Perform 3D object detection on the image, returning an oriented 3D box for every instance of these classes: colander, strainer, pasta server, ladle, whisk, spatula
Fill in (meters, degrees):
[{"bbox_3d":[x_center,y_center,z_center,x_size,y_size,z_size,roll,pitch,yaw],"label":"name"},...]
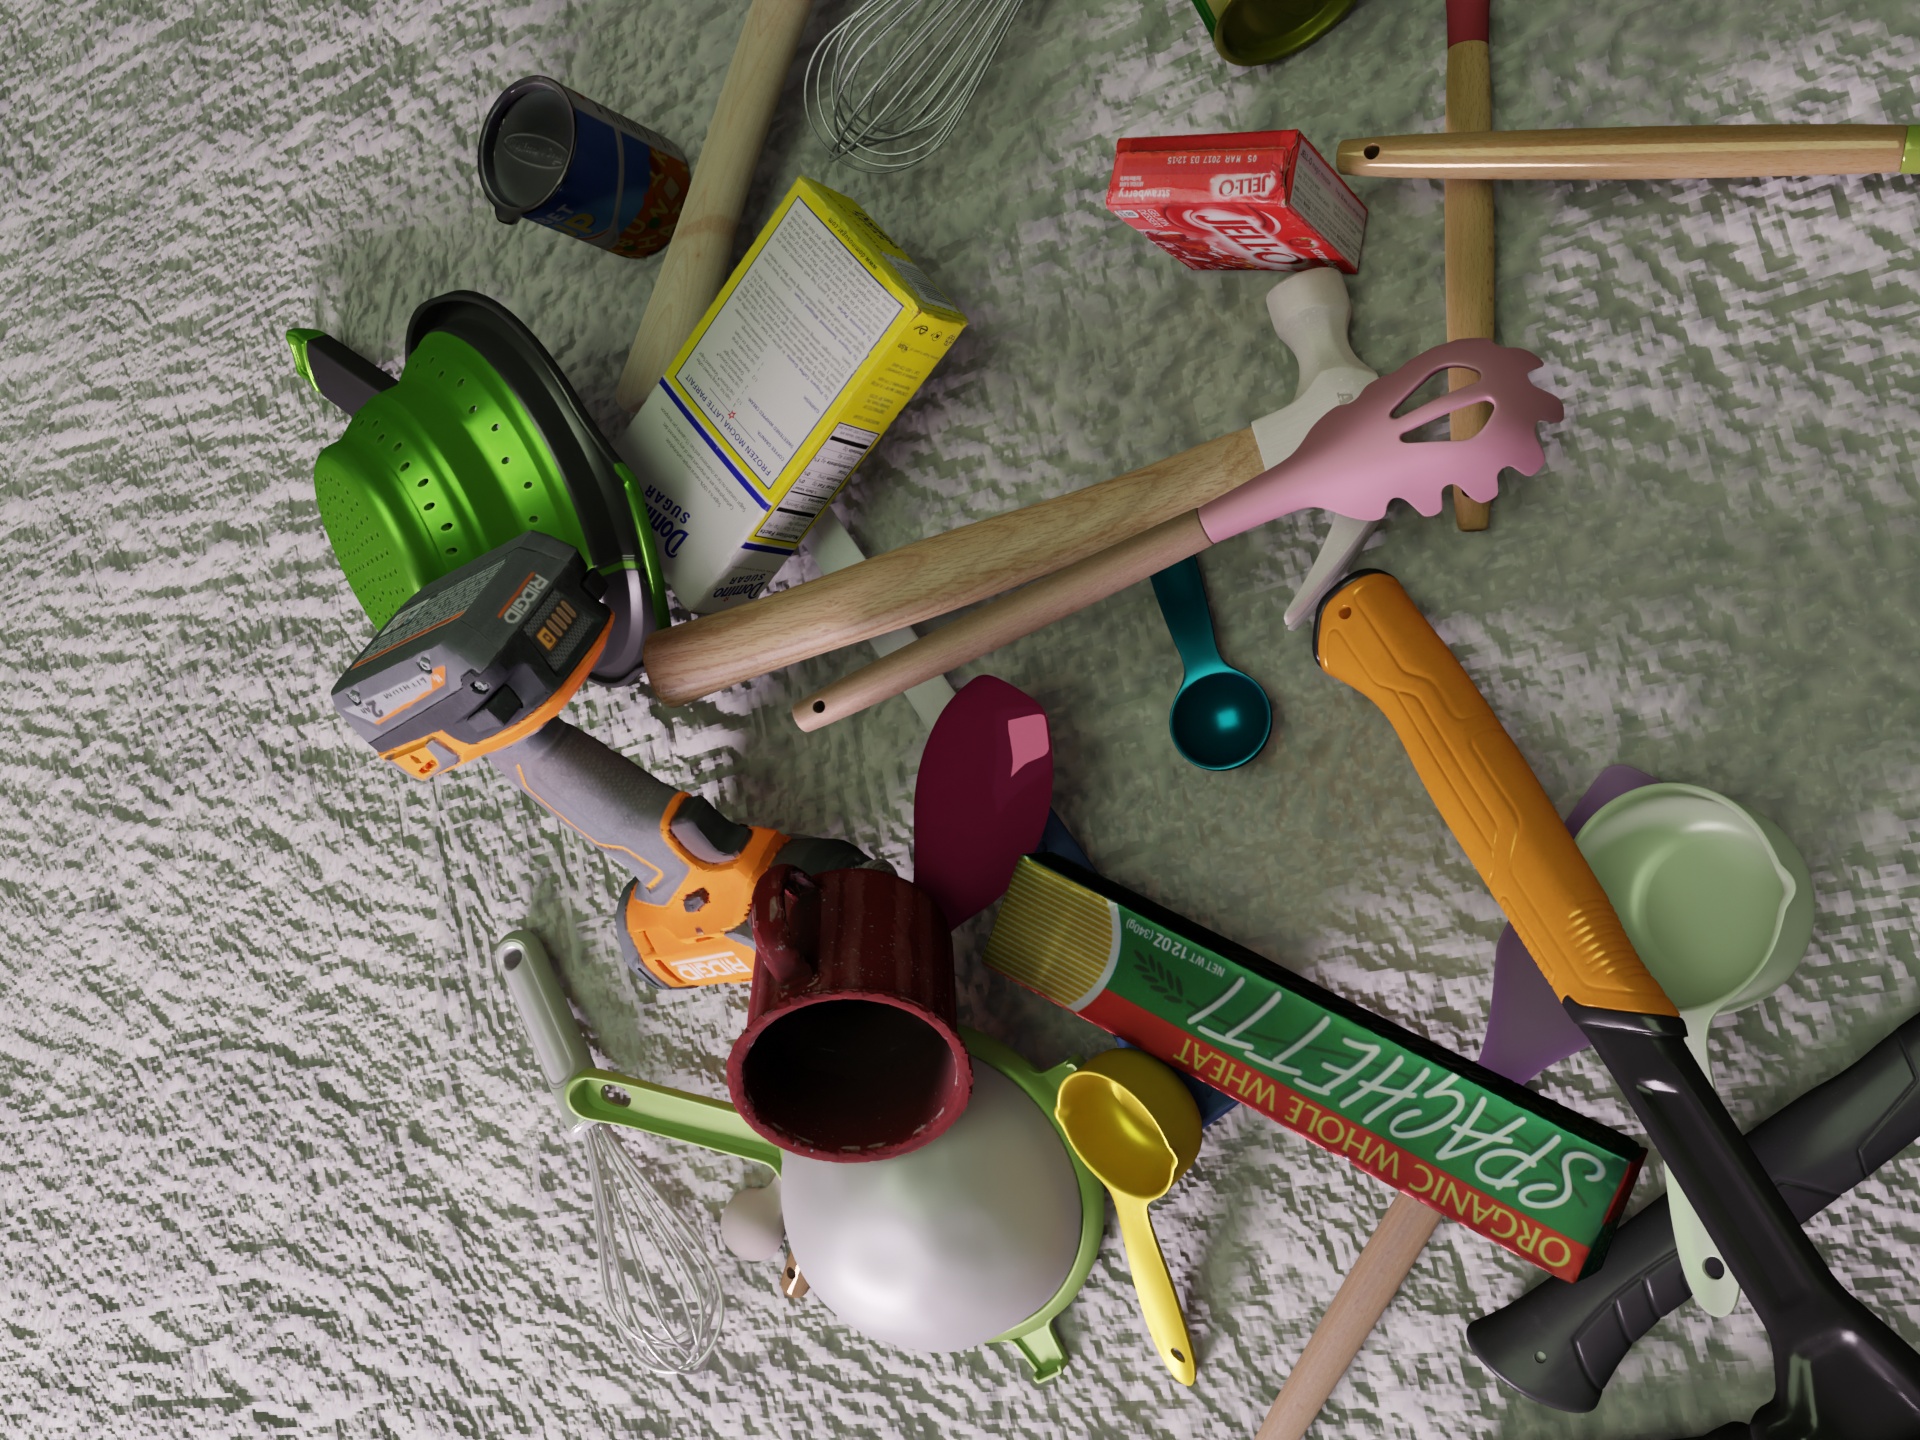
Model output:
[{"bbox_3d":[-0.294,-0.125,0.810,0.397,0.094,0.204,32,140,40],"label":"colander"},{"bbox_3d":[-0.069,0.197,0.680,0.256,0.069,0.151,10,105,18],"label":"strainer"},{"bbox_3d":[0.072,-0.062,0.611,0.316,0.040,0.060,-25,76,20],"label":"pasta server"},{"bbox_3d":[0.278,-0.191,0.520,0.320,0.062,0.078,10,93,27],"label":"ladle"},{"bbox_3d":[0.193,-0.229,0.602,0.069,0.031,0.315,0,90,31],"label":"ladle"},{"bbox_3d":[-0.182,0.210,0.797,0.058,0.059,0.247,-36,66,12],"label":"whisk"},{"bbox_3d":[0.038,-0.350,0.683,0.284,0.070,0.070,-44,68,17],"label":"whisk"},{"bbox_3d":[0.186,0.163,0.596,0.060,0.018,0.316,33,104,25],"label":"spatula"}]

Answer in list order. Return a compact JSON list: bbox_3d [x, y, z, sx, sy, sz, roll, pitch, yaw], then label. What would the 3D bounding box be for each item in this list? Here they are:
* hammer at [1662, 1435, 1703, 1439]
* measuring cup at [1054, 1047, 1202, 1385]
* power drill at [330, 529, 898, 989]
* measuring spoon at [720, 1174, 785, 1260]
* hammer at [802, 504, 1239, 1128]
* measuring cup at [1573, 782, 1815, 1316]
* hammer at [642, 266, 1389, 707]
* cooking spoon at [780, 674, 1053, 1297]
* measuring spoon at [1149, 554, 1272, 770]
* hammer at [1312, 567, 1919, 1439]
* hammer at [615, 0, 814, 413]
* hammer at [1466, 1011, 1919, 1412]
[{"bbox_3d":[0.321,0.238,0.504,0.331,0.033,0.128,-22,78,28],"label":"hammer"},{"bbox_3d":[0.080,0.198,0.634,0.062,0.029,0.156,8,121,46],"label":"measuring cup"},{"bbox_3d":[-0.136,0.029,0.681,0.164,0.226,0.084,-16,36,42],"label":"power drill"},{"bbox_3d":[-0.077,0.209,0.750,0.034,0.018,0.124,46,109,24],"label":"measuring spoon"},{"bbox_3d":[-0.001,-0.002,0.703,0.144,0.035,0.406,-43,68,23],"label":"hammer"},{"bbox_3d":[0.244,0.105,0.520,0.083,0.038,0.168,-16,70,48],"label":"measuring cup"},{"bbox_3d":[0.016,-0.067,0.661,0.331,0.031,0.130,-18,78,17],"label":"hammer"},{"bbox_3d":[-0.029,0.128,0.698,0.069,0.017,0.318,32,113,31],"label":"cooking spoon"},{"bbox_3d":[0.098,-0.038,0.661,0.042,0.021,0.129,-21,68,19],"label":"measuring spoon"},{"bbox_3d":[0.207,0.071,0.514,0.127,0.034,0.337,-50,46,32],"label":"hammer"},{"bbox_3d":[-0.088,-0.341,0.755,0.146,0.038,0.410,43,115,48],"label":"hammer"},{"bbox_3d":[0.299,0.119,0.521,0.334,0.035,0.146,-47,67,21],"label":"hammer"}]
